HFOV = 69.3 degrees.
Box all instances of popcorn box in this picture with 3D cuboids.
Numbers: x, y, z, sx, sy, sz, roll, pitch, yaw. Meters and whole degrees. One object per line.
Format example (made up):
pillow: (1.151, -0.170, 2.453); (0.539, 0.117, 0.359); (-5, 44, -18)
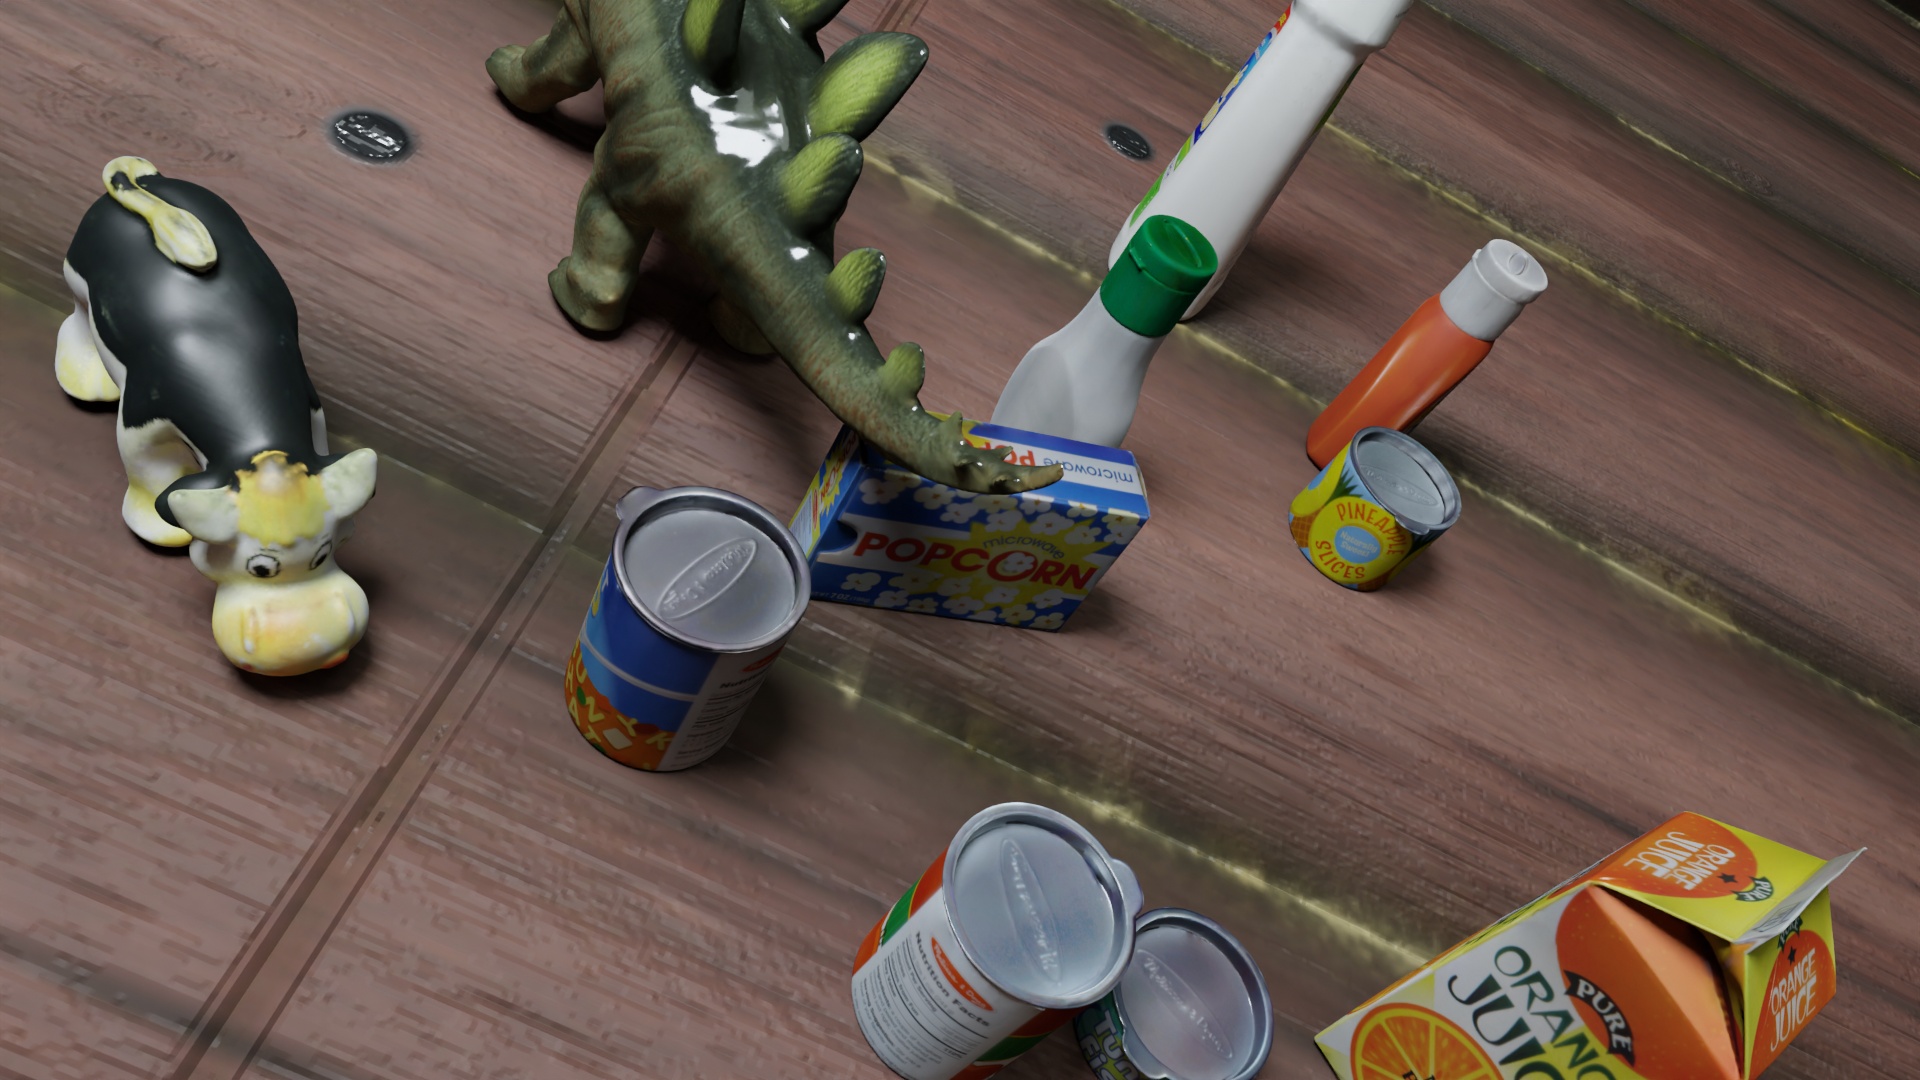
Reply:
popcorn box: (0.002, -0.007, 0.569); (0.127, 0.084, 0.038); (9, 50, -23)

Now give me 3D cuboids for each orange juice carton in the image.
orange juice carton: (0.218, 0.158, 0.478); (0.072, 0.191, 0.073); (-14, 62, -37)

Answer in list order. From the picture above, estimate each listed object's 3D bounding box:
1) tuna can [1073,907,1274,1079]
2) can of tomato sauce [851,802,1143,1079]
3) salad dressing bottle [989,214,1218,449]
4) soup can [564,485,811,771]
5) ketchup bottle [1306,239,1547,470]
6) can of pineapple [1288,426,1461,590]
tuna can: (0.074, 0.171, 0.498); (0.071, 0.032, 0.071); (16, 47, -18)
can of tomato sauce: (0.010, 0.134, 0.456); (0.071, 0.082, 0.071); (16, 47, -18)
salad dressing bottle: (0.061, -0.078, 0.618); (0.044, 0.146, 0.064); (-5, 57, -33)
soup can: (-0.098, 0.030, 0.481); (0.071, 0.083, 0.072); (16, 47, -18)
ketchup bottle: (0.245, -0.094, 0.736); (0.043, 0.148, 0.065); (40, 45, 6)
can of pineapple: (0.212, -0.015, 0.715); (0.071, 0.057, 0.071); (16, 47, -18)
